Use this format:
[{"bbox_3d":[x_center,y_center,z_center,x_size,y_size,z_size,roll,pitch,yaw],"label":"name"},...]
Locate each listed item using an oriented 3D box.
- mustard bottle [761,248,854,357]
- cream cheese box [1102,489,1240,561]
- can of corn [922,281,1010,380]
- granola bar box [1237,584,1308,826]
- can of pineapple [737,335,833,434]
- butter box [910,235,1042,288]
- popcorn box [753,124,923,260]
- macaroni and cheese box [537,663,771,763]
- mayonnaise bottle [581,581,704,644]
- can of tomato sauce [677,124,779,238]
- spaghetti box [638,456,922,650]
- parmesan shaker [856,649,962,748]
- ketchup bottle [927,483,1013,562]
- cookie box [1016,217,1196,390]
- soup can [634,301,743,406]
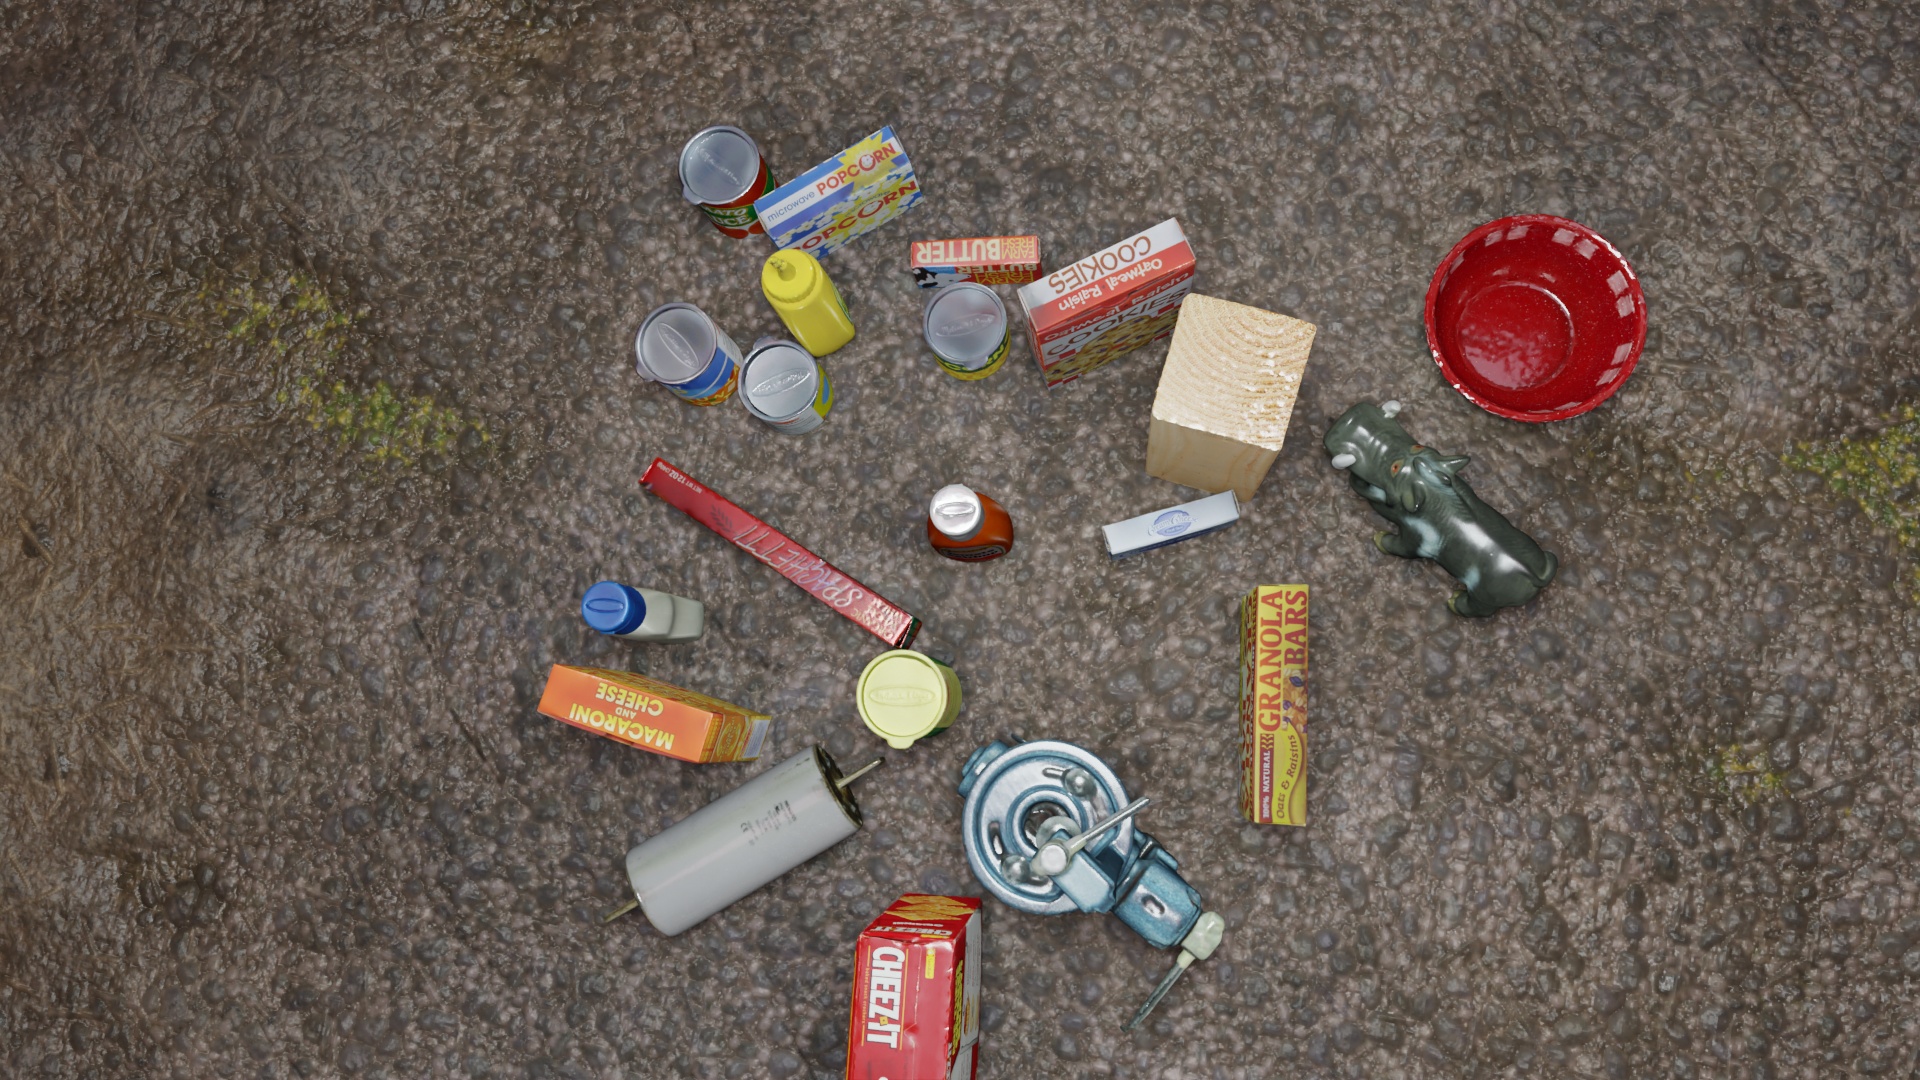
[{"bbox_3d":[-0.121,-0.190,1.074,0.049,0.160,0.065,-30,80,2],"label":"mustard bottle"},{"bbox_3d":[0.162,-0.011,1.073,0.104,0.053,0.024,-16,81,4],"label":"cream cheese box"},{"bbox_3d":[0.007,-0.163,1.109,0.071,0.058,0.071,-1,82,6],"label":"can of corn"},{"bbox_3d":[0.226,0.119,1.011,0.039,0.124,0.165,2,82,6],"label":"granola bar box"},{"bbox_3d":[-0.140,-0.124,1.119,0.071,0.058,0.071,-1,82,6],"label":"can of pineapple"},{"bbox_3d":[0.014,-0.224,1.119,0.103,0.053,0.024,-2,82,6],"label":"butter box"},{"bbox_3d":[-0.097,-0.274,1.122,0.127,0.085,0.038,-29,80,1],"label":"popcorn box"},{"bbox_3d":[-0.222,0.131,1.035,0.124,0.166,0.040,16,85,8],"label":"macaroni and cheese box"},{"bbox_3d":[-0.244,0.055,1.058,0.065,0.148,0.041,2,83,6],"label":"mayonnaise bottle"},{"bbox_3d":[-0.187,-0.289,1.135,0.071,0.083,0.071,-1,82,6],"label":"can of tomato sauce"},{"bbox_3d":[-0.142,0.011,1.103,0.250,0.050,0.028,32,87,9],"label":"spaghetti box"},{"bbox_3d":[-0.037,0.121,1.049,0.071,0.103,0.071,-1,82,6],"label":"parmesan shaker"},{"bbox_3d":[0.004,-0.013,1.041,0.065,0.148,0.043,-3,82,6],"label":"ketchup bottle"},{"bbox_3d":[0.110,-0.172,1.044,0.123,0.167,0.040,-25,81,2],"label":"cookie box"},{"bbox_3d":[-0.219,-0.146,1.117,0.071,0.083,0.071,-1,82,6],"label":"soup can"}]
